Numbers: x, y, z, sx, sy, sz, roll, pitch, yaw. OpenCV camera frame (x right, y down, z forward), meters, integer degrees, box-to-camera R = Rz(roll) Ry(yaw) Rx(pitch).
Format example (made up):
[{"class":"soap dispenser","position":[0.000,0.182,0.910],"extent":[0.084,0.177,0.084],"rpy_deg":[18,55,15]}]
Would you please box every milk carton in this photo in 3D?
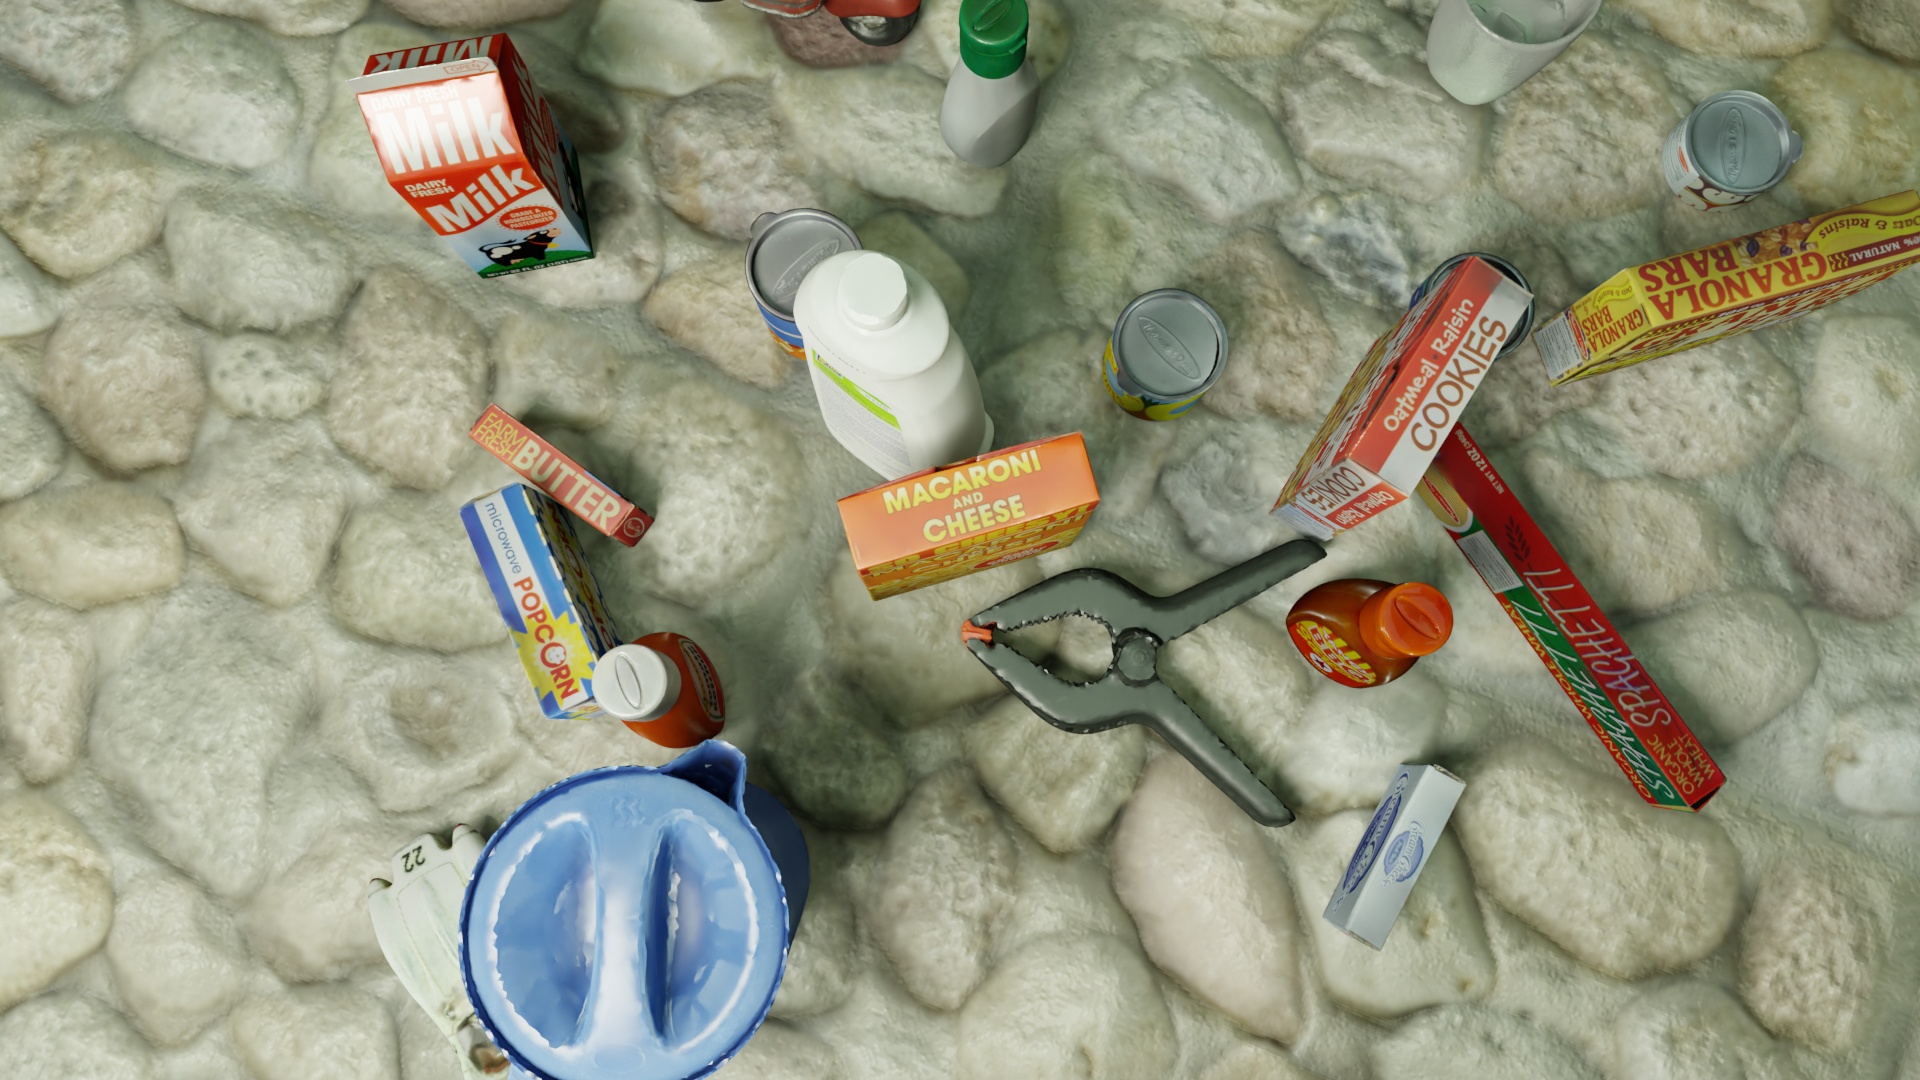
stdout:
[{"class":"milk carton","position":[-0.260,-0.212,0.754],"extent":[0.072,0.190,0.073],"rpy_deg":[-11,82,-2]}]

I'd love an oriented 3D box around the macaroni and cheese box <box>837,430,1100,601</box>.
[{"class":"macaroni and cheese box","position":[0.003,-0.009,0.739],"extent":[0.124,0.166,0.040],"rpy_deg":[-16,82,-3]}]

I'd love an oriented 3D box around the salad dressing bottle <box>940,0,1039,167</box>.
[{"class":"salad dressing bottle","position":[0.017,-0.261,0.787],"extent":[0.064,0.147,0.044],"rpy_deg":[-42,84,-6]}]

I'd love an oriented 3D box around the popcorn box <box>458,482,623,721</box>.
[{"class":"popcorn box","position":[-0.224,0.036,0.770],"extent":[0.038,0.085,0.127],"rpy_deg":[-25,83,-4]}]

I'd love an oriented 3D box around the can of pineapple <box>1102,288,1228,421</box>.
[{"class":"can of pineapple","position":[0.116,-0.106,0.810],"extent":[0.071,0.058,0.071],"rpy_deg":[0,82,-1]}]

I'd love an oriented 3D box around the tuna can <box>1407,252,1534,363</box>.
[{"class":"tuna can","position":[0.304,-0.133,0.829],"extent":[0.071,0.033,0.071],"rpy_deg":[0,81,-1]}]

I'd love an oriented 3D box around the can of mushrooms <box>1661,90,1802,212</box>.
[{"class":"can of mushrooms","position":[0.469,-0.236,0.847],"extent":[0.071,0.033,0.071],"rpy_deg":[0,81,-1]}]

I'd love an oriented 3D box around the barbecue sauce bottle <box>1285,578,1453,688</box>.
[{"class":"barbecue sauce bottle","position":[0.220,0.047,0.742],"extent":[0.065,0.148,0.044],"rpy_deg":[44,84,5]}]

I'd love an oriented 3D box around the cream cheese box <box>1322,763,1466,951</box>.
[{"class":"cream cheese box","position":[0.239,0.173,0.771],"extent":[0.024,0.053,0.104],"rpy_deg":[30,82,4]}]

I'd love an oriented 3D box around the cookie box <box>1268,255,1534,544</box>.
[{"class":"cookie box","position":[0.230,-0.069,0.751],"extent":[0.040,0.167,0.123],"rpy_deg":[33,83,4]}]

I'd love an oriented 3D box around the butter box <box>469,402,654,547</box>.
[{"class":"butter box","position":[-0.228,-0.036,0.797],"extent":[0.103,0.053,0.024],"rpy_deg":[35,83,4]}]

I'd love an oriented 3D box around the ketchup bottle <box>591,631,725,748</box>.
[{"class":"ketchup bottle","position":[-0.159,0.078,0.732],"extent":[0.043,0.148,0.065],"rpy_deg":[-22,83,-4]}]

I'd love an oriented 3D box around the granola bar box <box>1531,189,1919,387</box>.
[{"class":"granola bar box","position":[0.431,-0.138,0.786],"extent":[0.166,0.124,0.039],"rpy_deg":[-16,82,-3]}]

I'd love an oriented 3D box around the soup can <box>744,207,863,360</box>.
[{"class":"soup can","position":[-0.087,-0.147,0.800],"extent":[0.071,0.083,0.071],"rpy_deg":[0,82,-1]}]

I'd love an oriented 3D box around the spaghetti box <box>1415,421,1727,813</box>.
[{"class":"spaghetti box","position":[0.340,0.043,0.794],"extent":[0.029,0.050,0.250],"rpy_deg":[-34,83,-5]}]
